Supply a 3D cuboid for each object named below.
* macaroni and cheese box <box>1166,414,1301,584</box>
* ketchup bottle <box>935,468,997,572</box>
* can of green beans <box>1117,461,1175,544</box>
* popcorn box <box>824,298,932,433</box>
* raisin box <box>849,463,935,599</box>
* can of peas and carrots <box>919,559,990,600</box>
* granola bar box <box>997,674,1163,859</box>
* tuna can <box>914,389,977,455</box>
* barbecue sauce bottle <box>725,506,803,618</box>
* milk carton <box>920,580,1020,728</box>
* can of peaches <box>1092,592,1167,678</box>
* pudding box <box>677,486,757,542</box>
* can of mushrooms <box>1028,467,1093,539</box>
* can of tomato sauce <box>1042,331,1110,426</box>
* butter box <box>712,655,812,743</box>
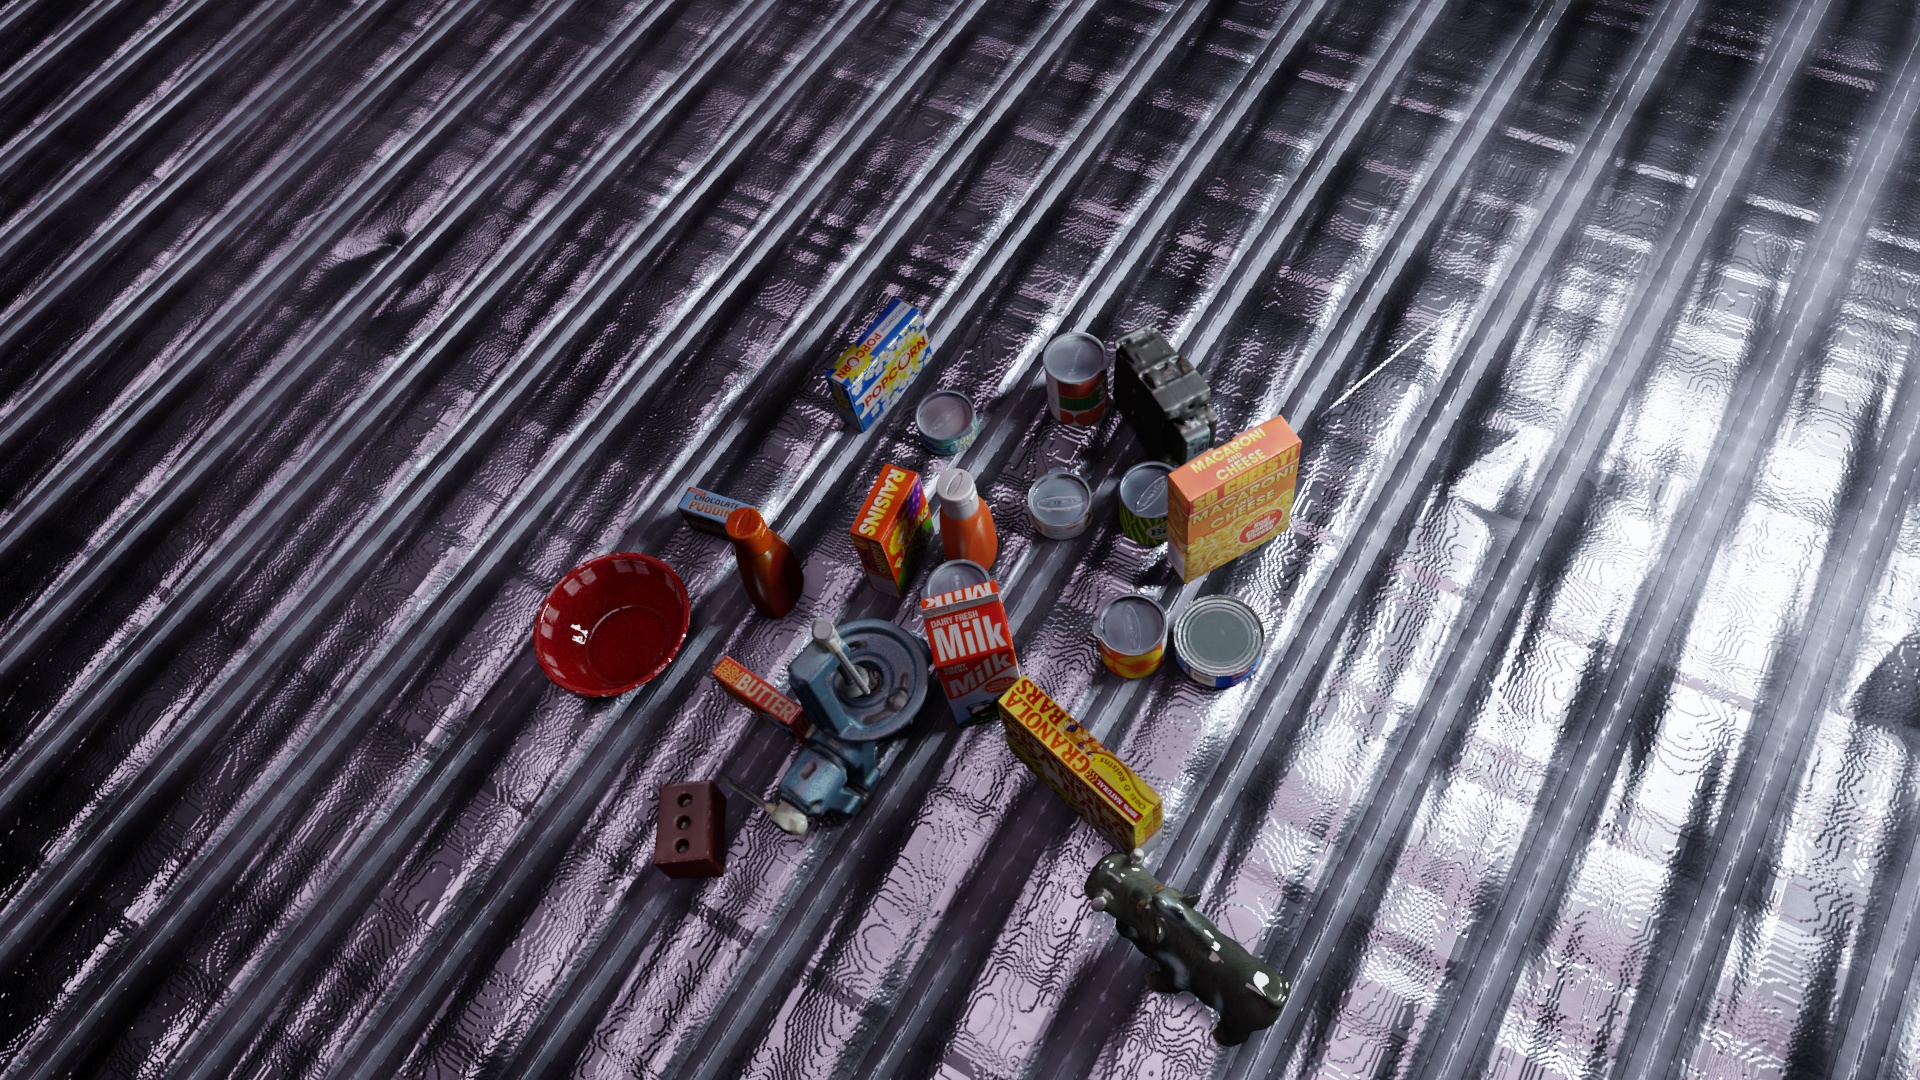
[{"bbox_3d":[0.259,-0.037,1.333,0.124,0.165,0.040,-28,61,-8],"label":"macaroni and cheese box"},{"bbox_3d":[0.005,-0.017,1.368,0.043,0.148,0.065,20,66,18],"label":"ketchup bottle"},{"bbox_3d":[0.193,-0.037,1.405,0.071,0.057,0.071,-4,60,6],"label":"can of green beans"},{"bbox_3d":[-0.087,-0.191,1.517,0.038,0.085,0.127,32,70,23],"label":"popcorn box"},{"bbox_3d":[-0.066,-0.008,1.387,0.040,0.123,0.086,19,65,18],"label":"raisin box"},{"bbox_3d":[-0.001,0.062,1.376,0.071,0.058,0.071,-4,60,6],"label":"can of peas and carrots"},{"bbox_3d":[0.107,0.207,1.239,0.039,0.123,0.166,-42,63,-15],"label":"granola bar box"},{"bbox_3d":[-0.013,-0.126,1.499,0.071,0.032,0.071,-3,60,6],"label":"tuna can"},{"bbox_3d":[-0.195,0.019,1.376,0.044,0.148,0.065,14,64,16],"label":"barbecue sauce bottle"},{"bbox_3d":[0.012,0.099,1.277,0.072,0.189,0.074,-14,60,0],"label":"milk carton"},{"bbox_3d":[0.163,0.092,1.335,0.071,0.057,0.071,-4,60,6],"label":"can of peaches"},{"bbox_3d":[-0.251,-0.024,1.466,0.084,0.049,0.030,18,65,17],"label":"pudding box"},{"bbox_3d":[0.104,-0.038,1.432,0.071,0.033,0.071,-3,60,6],"label":"can of mushrooms"},{"bbox_3d":[0.126,-0.170,1.476,0.071,0.082,0.071,-4,60,6],"label":"can of tomato sauce"},{"bbox_3d":[-0.192,0.155,1.353,0.103,0.053,0.024,30,69,22],"label":"butter box"}]
